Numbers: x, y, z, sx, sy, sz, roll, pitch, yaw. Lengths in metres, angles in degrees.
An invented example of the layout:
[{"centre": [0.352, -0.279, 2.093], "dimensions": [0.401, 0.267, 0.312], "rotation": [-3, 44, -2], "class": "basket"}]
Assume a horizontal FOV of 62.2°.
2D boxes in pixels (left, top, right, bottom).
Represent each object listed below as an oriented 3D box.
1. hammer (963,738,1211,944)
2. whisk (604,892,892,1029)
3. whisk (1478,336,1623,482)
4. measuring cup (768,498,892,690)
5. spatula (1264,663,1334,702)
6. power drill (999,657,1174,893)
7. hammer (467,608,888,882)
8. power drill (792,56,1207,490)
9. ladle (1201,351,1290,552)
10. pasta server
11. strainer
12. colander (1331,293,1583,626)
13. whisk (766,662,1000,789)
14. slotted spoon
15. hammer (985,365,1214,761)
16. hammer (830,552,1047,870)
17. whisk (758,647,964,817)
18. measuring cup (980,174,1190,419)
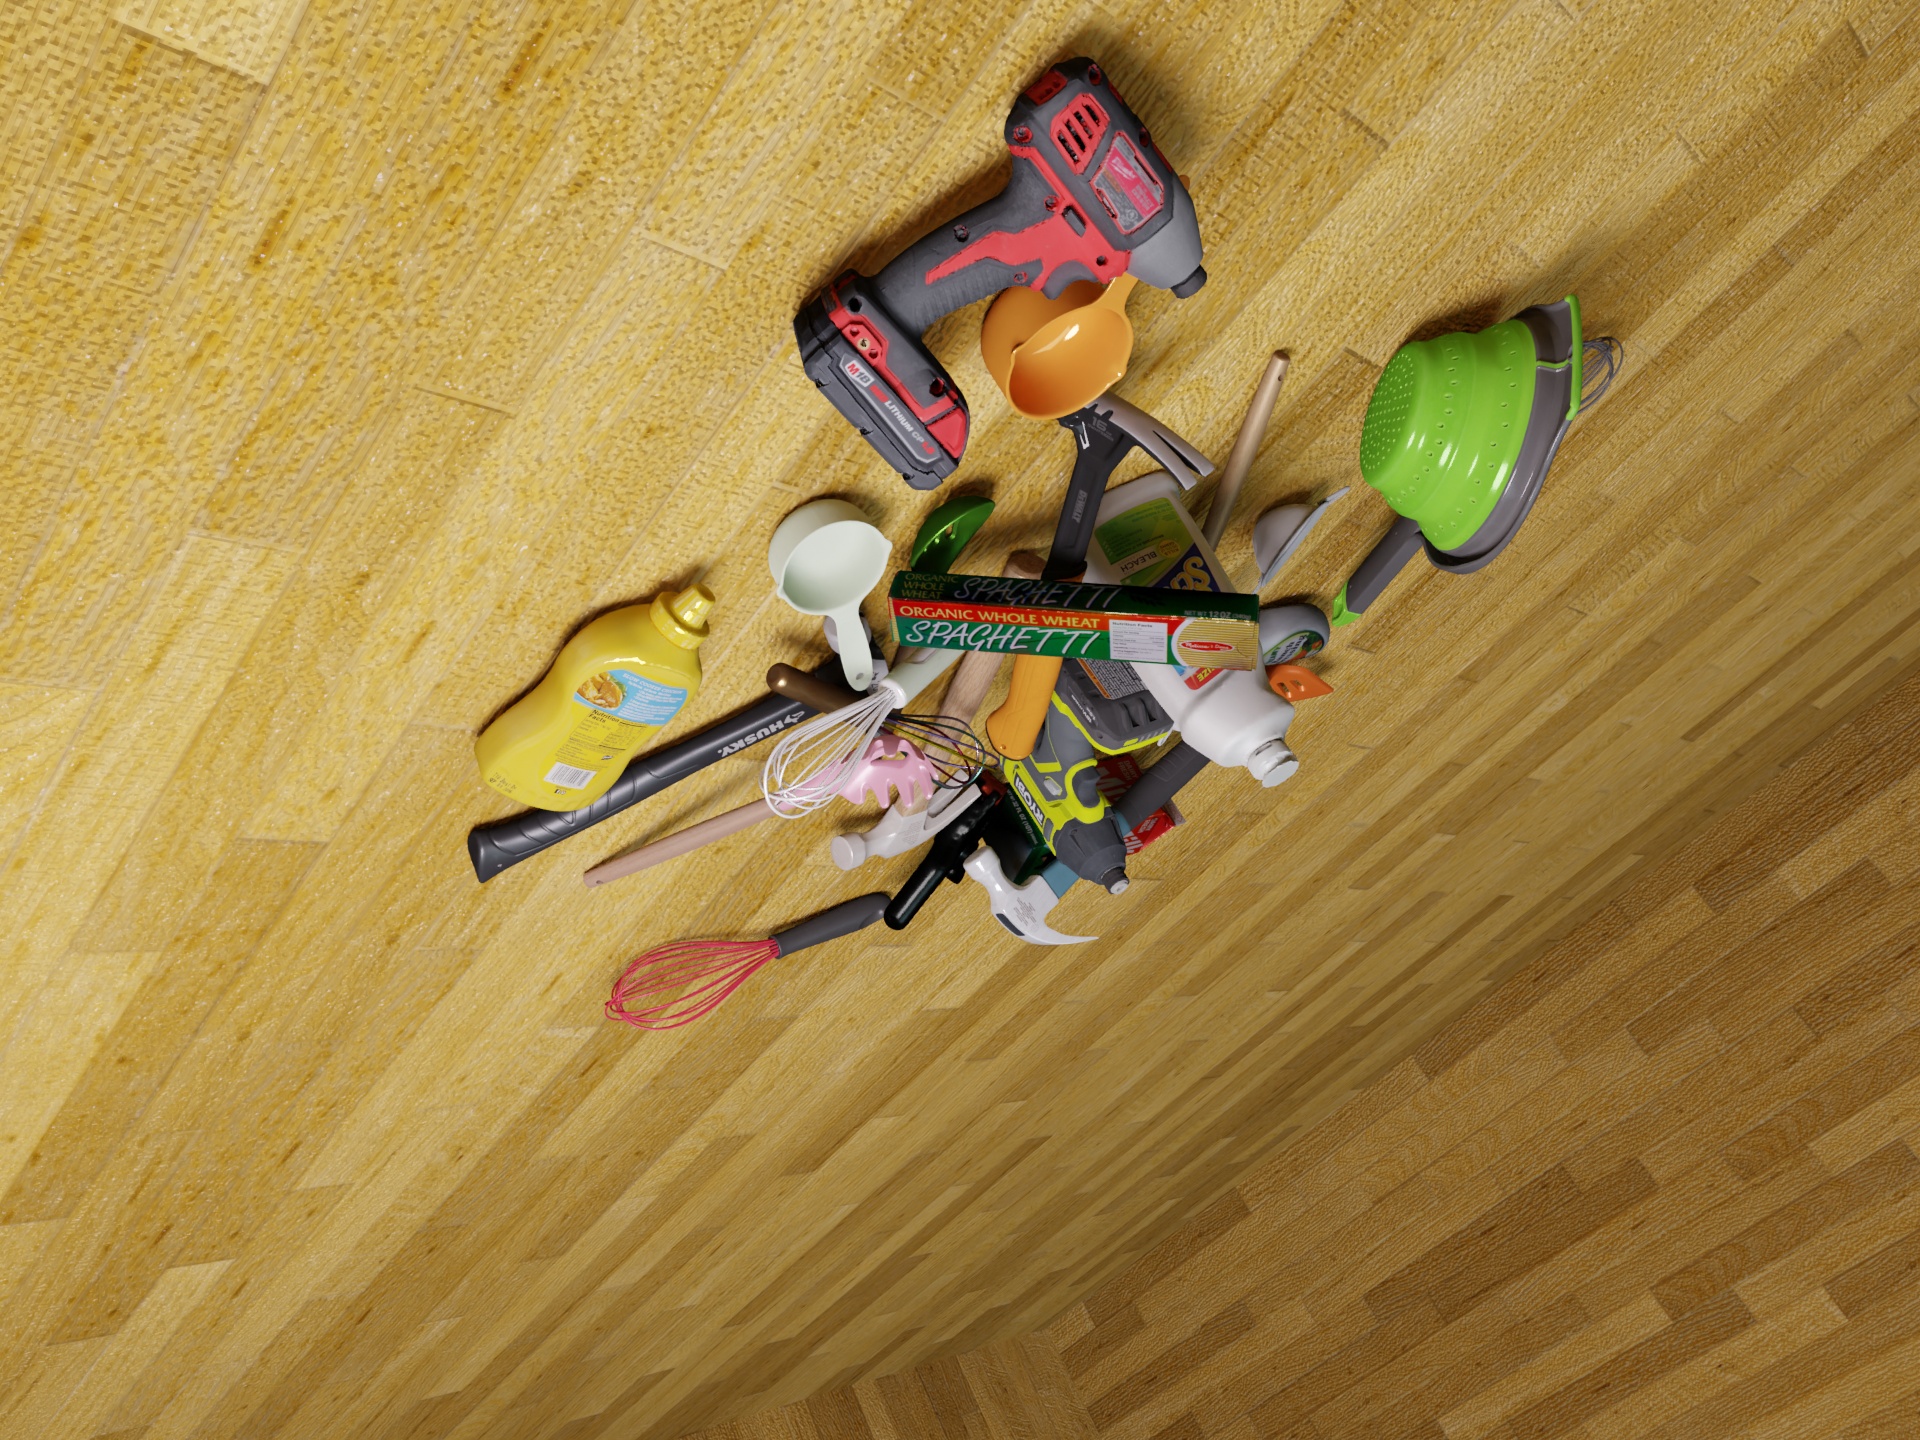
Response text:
[{"centre": [0.153, 0.082, 1.449], "dimensions": [0.331, 0.128, 0.033], "rotation": [-39, -170, -26], "class": "hammer"}, {"centre": [-0.185, 0.212, 1.442], "dimensions": [0.296, 0.073, 0.073], "rotation": [-18, 149, -32], "class": "whisk"}, {"centre": [0.459, -0.233, 1.344], "dimensions": [0.055, 0.055, 0.239], "rotation": [3, 140, -44], "class": "whisk"}, {"centre": [-0.085, -0.083, 1.079], "dimensions": [0.083, 0.038, 0.167], "rotation": [-25, 144, -12], "class": "measuring cup"}, {"centre": [0.264, -0.025, 1.409], "dimensions": [0.081, 0.041, 0.322], "rotation": [-11, -179, 23], "class": "spatula"}, {"centre": [0.103, 0.025, 1.298], "dimensions": [0.080, 0.171, 0.223], "rotation": [-18, 145, -21], "class": "power drill"}, {"centre": [-0.205, 0.033, 1.168], "dimensions": [0.335, 0.035, 0.146], "rotation": [-27, 150, -6], "class": "hammer"}, {"centre": [0.026, -0.237, 0.877], "dimensions": [0.219, 0.079, 0.143], "rotation": [-39, 119, 12], "class": "power drill"}, {"centre": [0.189, -0.153, 1.242], "dimensions": [0.078, 0.062, 0.320], "rotation": [-12, 139, -28], "class": "ladle"}, {"centre": [-0.158, 0.076, 1.191], "dimensions": [0.316, 0.040, 0.060], "rotation": [-22, 132, 21], "class": "pasta server"}, {"centre": [0.227, -0.091, 1.291], "dimensions": [0.258, 0.050, 0.087], "rotation": [-59, 169, 2], "class": "strainer"}, {"centre": [0.344, -0.184, 1.256], "dimensions": [0.094, 0.205, 0.397], "rotation": [13, 154, -6], "class": "colander"}, {"centre": [-0.056, 0.004, 1.179], "dimensions": [0.051, 0.047, 0.244], "rotation": [-44, 141, 18], "class": "whisk"}, {"centre": [-0.036, -0.060, 1.185], "dimensions": [0.070, 0.031, 0.313], "rotation": [-32, 158, -34], "class": "slotted spoon"}, {"centre": [0.075, -0.084, 1.127], "dimensions": [0.034, 0.127, 0.336], "rotation": [-41, 157, -37], "class": "hammer"}, {"centre": [-0.002, -0.004, 1.283], "dimensions": [0.130, 0.031, 0.331], "rotation": [-17, 146, -39], "class": "hammer"}, {"centre": [-0.053, -0.015, 1.111], "dimensions": [0.246, 0.058, 0.059], "rotation": [-44, 128, -36], "class": "whisk"}, {"centre": [0.076, -0.263, 0.951], "dimensions": [0.095, 0.052, 0.173], "rotation": [-1, 137, -41], "class": "measuring cup"}]
